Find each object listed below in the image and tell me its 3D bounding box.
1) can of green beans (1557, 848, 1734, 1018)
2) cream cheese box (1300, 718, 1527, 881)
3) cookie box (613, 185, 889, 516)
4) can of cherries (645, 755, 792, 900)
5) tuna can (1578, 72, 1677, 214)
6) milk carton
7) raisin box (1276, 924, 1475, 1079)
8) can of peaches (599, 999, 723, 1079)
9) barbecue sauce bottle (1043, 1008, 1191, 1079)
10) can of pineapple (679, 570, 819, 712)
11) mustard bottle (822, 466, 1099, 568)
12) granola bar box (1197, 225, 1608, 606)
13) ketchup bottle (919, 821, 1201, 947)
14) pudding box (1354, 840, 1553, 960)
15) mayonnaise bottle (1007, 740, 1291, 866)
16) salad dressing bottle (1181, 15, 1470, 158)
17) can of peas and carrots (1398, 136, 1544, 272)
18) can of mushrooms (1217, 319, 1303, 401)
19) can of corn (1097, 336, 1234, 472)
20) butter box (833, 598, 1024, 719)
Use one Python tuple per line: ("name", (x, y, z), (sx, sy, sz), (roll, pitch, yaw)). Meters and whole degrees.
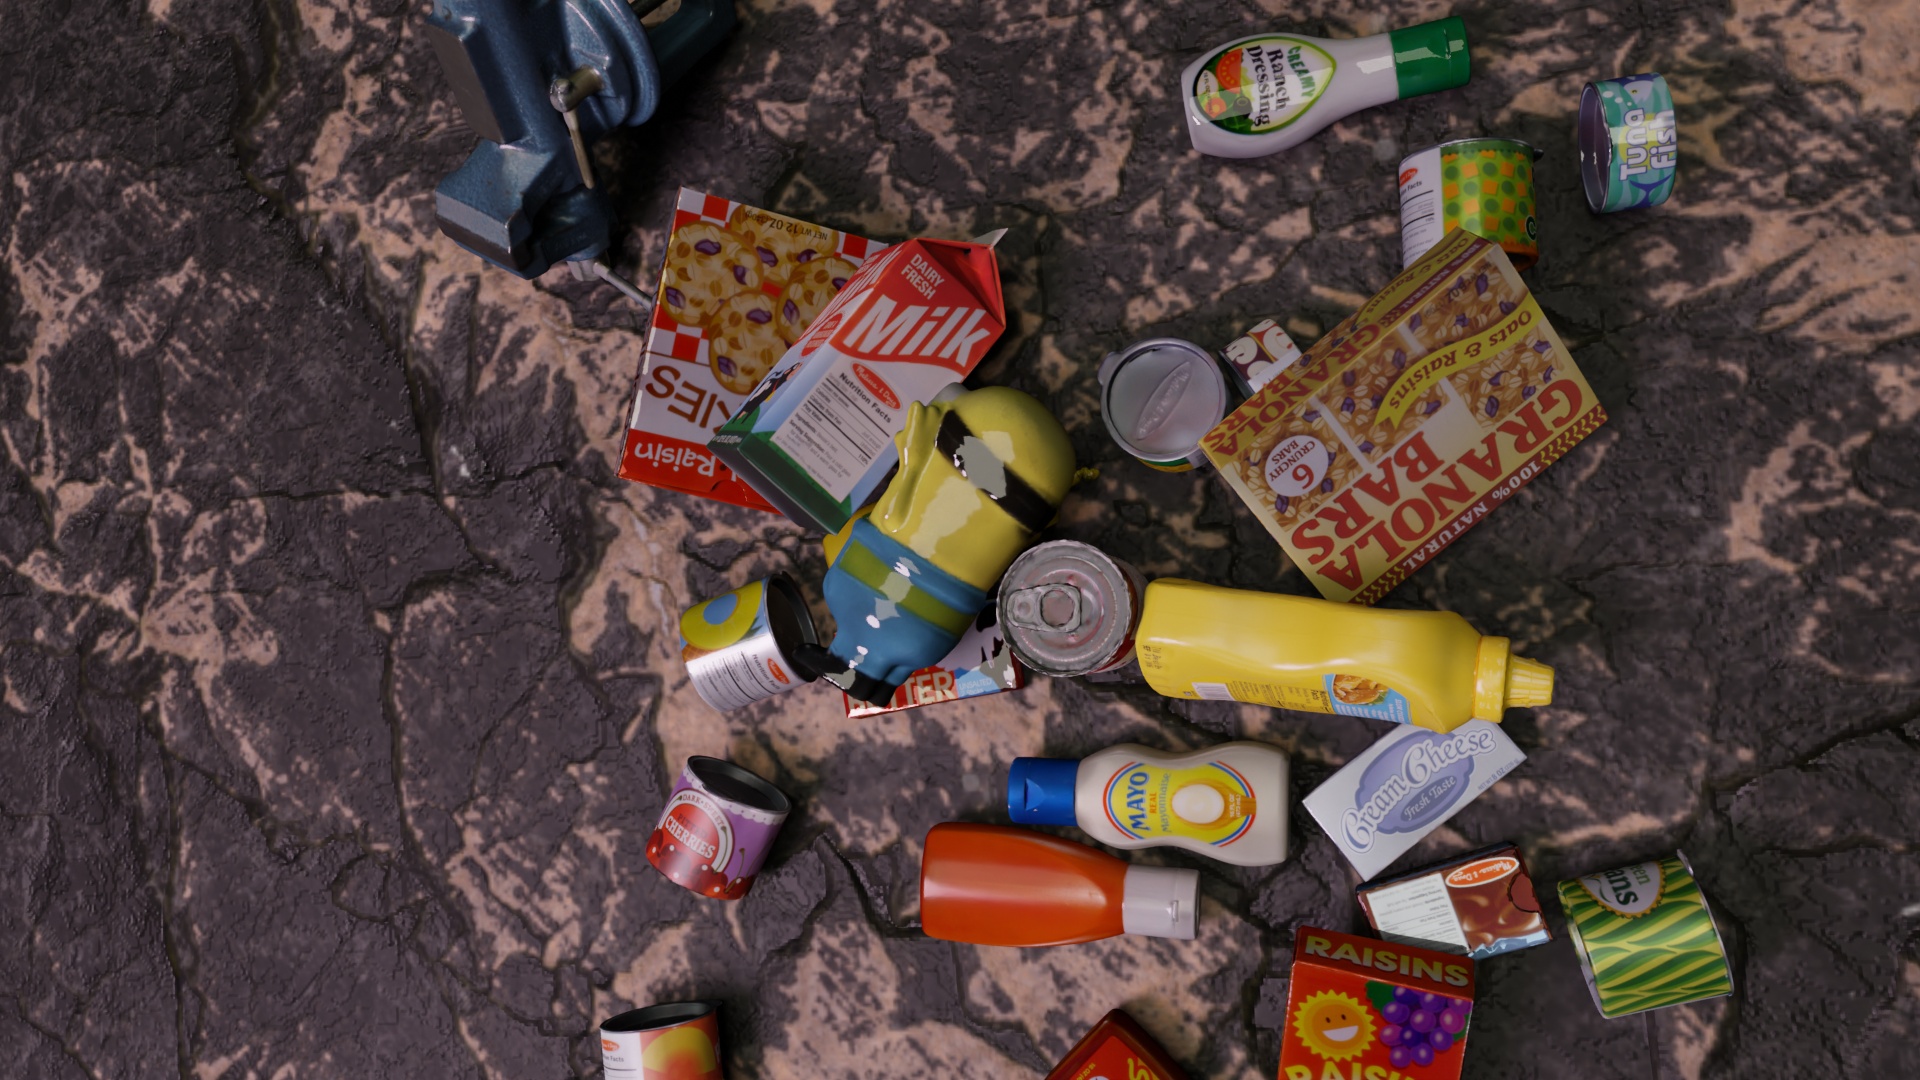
("can of green beans", (0.326, 0.189, 0.664), (0.058, 0.071, 0.071), (-17, 81, 14))
("cream cheese box", (0.232, 0.123, 0.718), (0.103, 0.024, 0.053), (-41, 75, 8))
("cookie box", (-0.120, -0.103, 0.798), (0.123, 0.040, 0.167), (13, 88, -17))
("can of cherries", (-0.140, 0.164, 0.794), (0.071, 0.071, 0.058), (28, 94, 16))
("tuna can", (0.333, -0.198, 0.694), (0.033, 0.071, 0.071), (-6, 84, 14))
("milk carton", (-0.045, -0.099, 0.763), (0.073, 0.072, 0.191), (43, 78, -20))
("raisin box", (0.202, 0.260, 0.688), (0.086, 0.040, 0.123), (8, 107, 17))
("can of peaches", (-0.167, 0.300, 0.793), (0.071, 0.071, 0.058), (-9, 83, 15))
("barbecue sauce bottle", (0.113, 0.320, 0.723), (0.149, 0.043, 0.065), (44, 97, 14))
("can of pineapple", (-0.121, 0.058, 0.802), (0.058, 0.071, 0.071), (-20, 80, 13))
("mustard bottle", (0.003, -0.010, 0.781), (0.160, 0.049, 0.065), (-25, 79, 12))
("granola bar box", (0.221, -0.055, 0.695), (0.165, 0.039, 0.124), (-40, 116, 9))
("ketchup bottle", (0.054, 0.190, 0.751), (0.149, 0.043, 0.064), (2, 89, 16))
("pudding box", (0.249, 0.188, 0.704), (0.083, 0.030, 0.050), (-21, 79, 13))
("mayonnaise bottle", (0.101, 0.138, 0.744), (0.148, 0.041, 0.064), (0, 87, 15))
("salad dressing bottle", (0.196, -0.248, 0.751), (0.147, 0.044, 0.064), (-9, 84, 15))
("can of peas and carrots", (0.263, -0.168, 0.714), (0.071, 0.071, 0.058), (-2, 86, 16))
("can of mushrooms", (0.167, -0.082, 0.734), (0.033, 0.071, 0.071), (-35, 77, 9))
("can of corn", (0.111, -0.073, 0.751), (0.071, 0.058, 0.071), (-1, 85, 16))
("butter box", (-0.018, 0.068, 0.793), (0.103, 0.024, 0.053), (-13, 81, 14))
